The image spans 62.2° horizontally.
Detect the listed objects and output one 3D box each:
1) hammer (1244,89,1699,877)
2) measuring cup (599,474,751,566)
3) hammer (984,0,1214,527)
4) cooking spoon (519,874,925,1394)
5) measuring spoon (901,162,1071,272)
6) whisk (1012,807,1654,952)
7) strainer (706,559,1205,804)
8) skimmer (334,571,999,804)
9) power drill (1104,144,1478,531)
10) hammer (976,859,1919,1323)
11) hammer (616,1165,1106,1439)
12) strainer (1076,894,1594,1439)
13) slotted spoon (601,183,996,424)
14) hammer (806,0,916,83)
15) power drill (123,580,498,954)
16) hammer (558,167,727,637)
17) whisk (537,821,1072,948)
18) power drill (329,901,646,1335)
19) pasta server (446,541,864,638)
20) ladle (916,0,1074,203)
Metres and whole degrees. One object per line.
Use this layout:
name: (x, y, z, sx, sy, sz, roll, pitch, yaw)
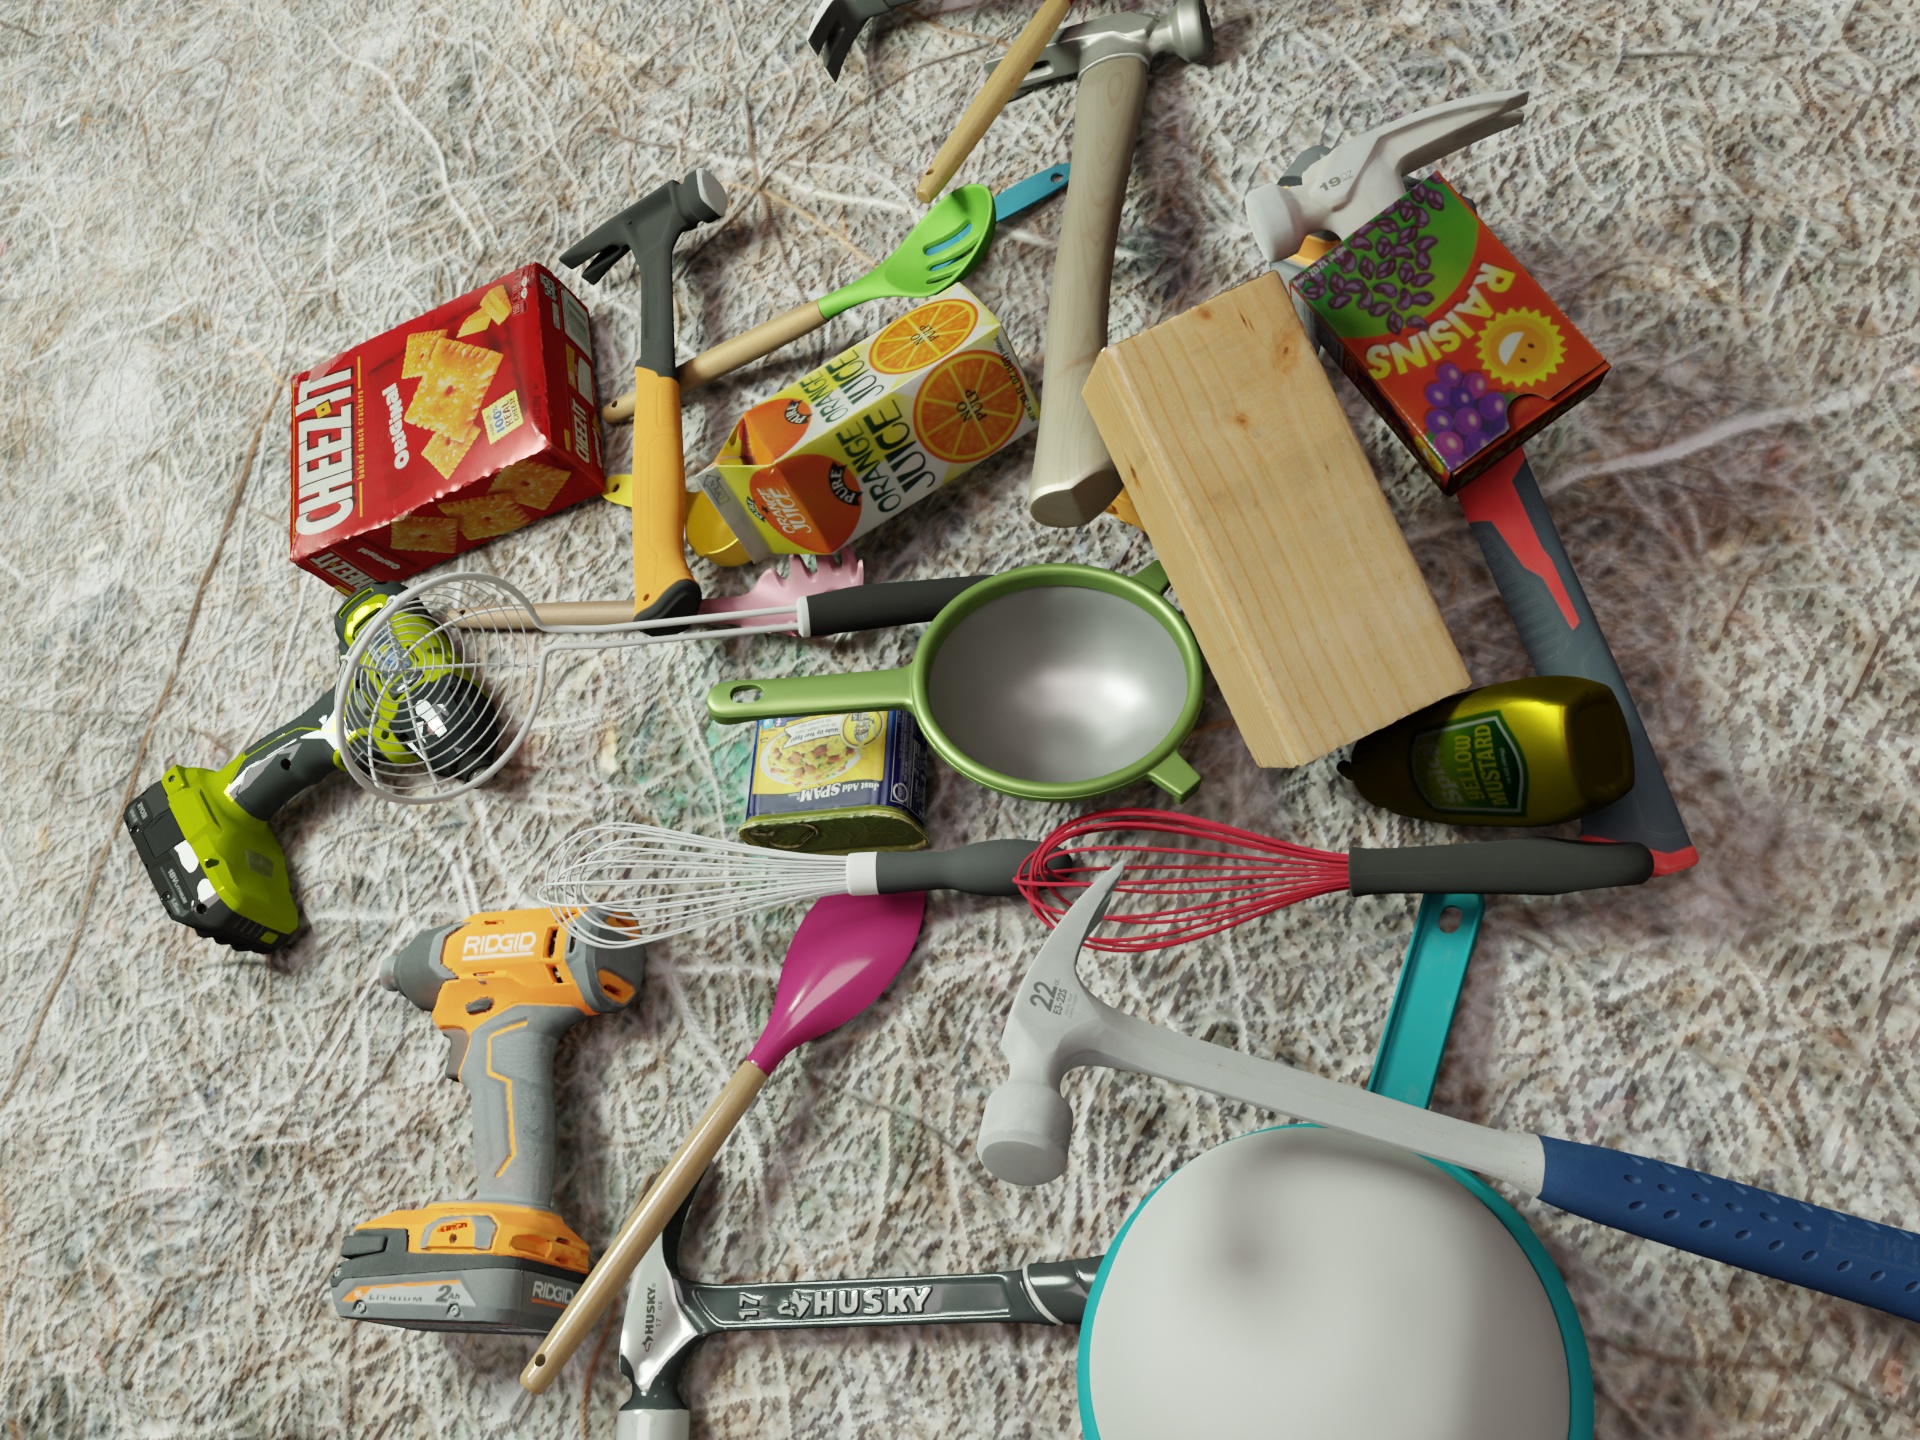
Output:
hammer: (0.271, -0.114, 0.757, 0.143, 0.038, 0.386, -22, 77, 10)
measuring cup: (-0.177, -0.135, 1.021, 0.157, 0.029, 0.062, 18, 77, 40)
hammer: (0.065, -0.273, 0.917, 0.146, 0.038, 0.411, -7, 53, 21)
cooking spoon: (-0.120, 0.201, 0.821, 0.069, 0.017, 0.319, 23, 67, 31)
measuring spoon: (0.021, -0.318, 1.019, 0.128, 0.021, 0.042, -30, 60, -2)
whisk: (0.164, 0.072, 0.745, 0.296, 0.073, 0.073, -4, 67, 22)
strainer: (-0.001, -0.003, 0.836, 0.256, 0.069, 0.152, -4, 54, 4)
skimmer: (-0.140, -0.034, 0.850, 0.363, 0.127, 0.090, -7, 34, -10)
power drill: (0.195, -0.174, 0.848, 0.185, 0.084, 0.226, 33, 87, 28)
hammer: (0.215, 0.165, 0.623, 0.405, 0.035, 0.144, 16, 44, 1)
hammer: (0.020, 0.269, 0.757, 0.409, 0.036, 0.149, -10, 64, 18)
strainer: (0.163, 0.196, 0.660, 0.211, 0.095, 0.340, 11, 62, 28)
slotted spoon: (-0.107, -0.252, 1.010, 0.314, 0.031, 0.070, -19, 58, 26)
hammer: (0.038, -0.482, 1.008, 0.335, 0.035, 0.146, 12, 63, 42)
power drill: (-0.403, 0.036, 1.009, 0.223, 0.080, 0.171, -41, 59, -2)
hammer: (-0.199, -0.199, 1.013, 0.127, 0.034, 0.337, -22, 59, 25)
whisk: (-0.083, 0.082, 0.843, 0.284, 0.070, 0.070, -3, 67, 3)
power drill: (-0.268, 0.214, 0.876, 0.164, 0.084, 0.227, -6, 62, 21)
pasta server: (-0.196, -0.072, 0.990, 0.316, 0.040, 0.060, 0, 57, 24)
ladle: (0.051, -0.437, 1.006, 0.069, 0.031, 0.315, 12, 61, 38)
